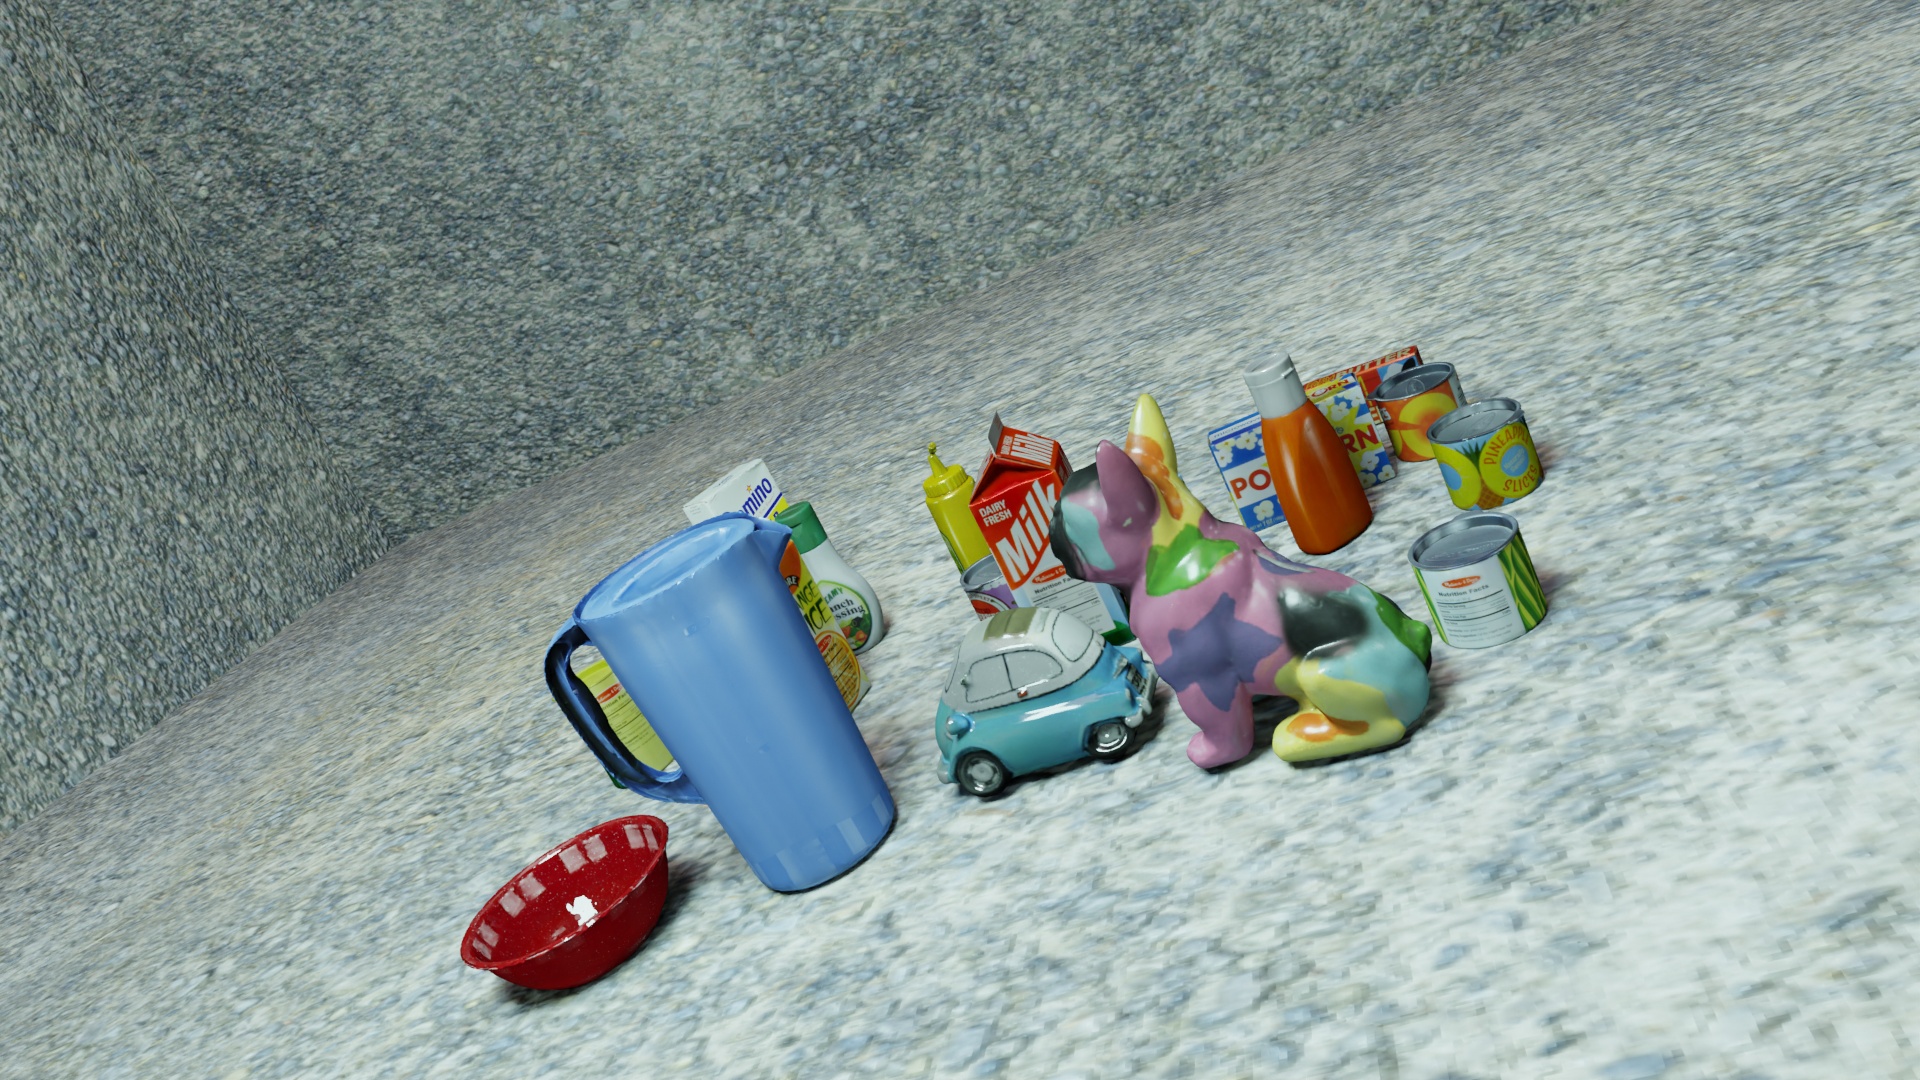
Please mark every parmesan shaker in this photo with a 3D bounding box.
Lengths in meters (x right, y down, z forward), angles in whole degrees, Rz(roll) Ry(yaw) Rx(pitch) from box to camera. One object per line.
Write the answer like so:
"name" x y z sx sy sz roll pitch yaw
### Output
"parmesan shaker" -0.312 0.166 1.256 0.071 0.103 0.071 -24 17 8

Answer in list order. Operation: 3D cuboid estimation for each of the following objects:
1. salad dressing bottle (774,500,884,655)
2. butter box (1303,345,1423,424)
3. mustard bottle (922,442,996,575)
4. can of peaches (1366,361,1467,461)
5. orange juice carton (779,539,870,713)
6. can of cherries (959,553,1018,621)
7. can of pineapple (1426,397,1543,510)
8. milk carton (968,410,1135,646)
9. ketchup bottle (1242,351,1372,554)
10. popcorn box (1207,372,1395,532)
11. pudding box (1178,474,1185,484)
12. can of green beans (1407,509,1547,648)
"salad dressing bottle" -0.122 0.035 1.282 0.064 0.147 0.044 -23 17 13
"butter box" 0.357 -0.128 1.216 0.103 0.053 0.024 -18 19 26
"mustard bottle" 0.004 -0.015 1.223 0.049 0.160 0.065 -28 17 -4
"can of peaches" 0.370 -0.102 1.115 0.071 0.058 0.071 -24 17 8
"orange juice carton" -0.159 0.069 1.161 0.071 0.192 0.073 -17 20 29
"can of cherries" 0.039 0.046 1.167 0.071 0.058 0.072 -24 17 8
"can of pineapple" 0.375 -0.061 0.990 0.071 0.057 0.071 -24 17 8
"milk carton" 0.064 -0.006 1.059 0.073 0.190 0.072 -23 17 14
"ketchup bottle" 0.254 -0.066 1.028 0.065 0.148 0.043 -35 19 -25
"popcorn box" 0.273 -0.069 1.116 0.126 0.085 0.038 -23 17 13
"pudding box" 0.166 -0.015 1.173 0.030 0.049 0.084 -11 23 42
"can of green beans" 0.312 0.024 0.838 0.071 0.057 0.071 -24 17 8
